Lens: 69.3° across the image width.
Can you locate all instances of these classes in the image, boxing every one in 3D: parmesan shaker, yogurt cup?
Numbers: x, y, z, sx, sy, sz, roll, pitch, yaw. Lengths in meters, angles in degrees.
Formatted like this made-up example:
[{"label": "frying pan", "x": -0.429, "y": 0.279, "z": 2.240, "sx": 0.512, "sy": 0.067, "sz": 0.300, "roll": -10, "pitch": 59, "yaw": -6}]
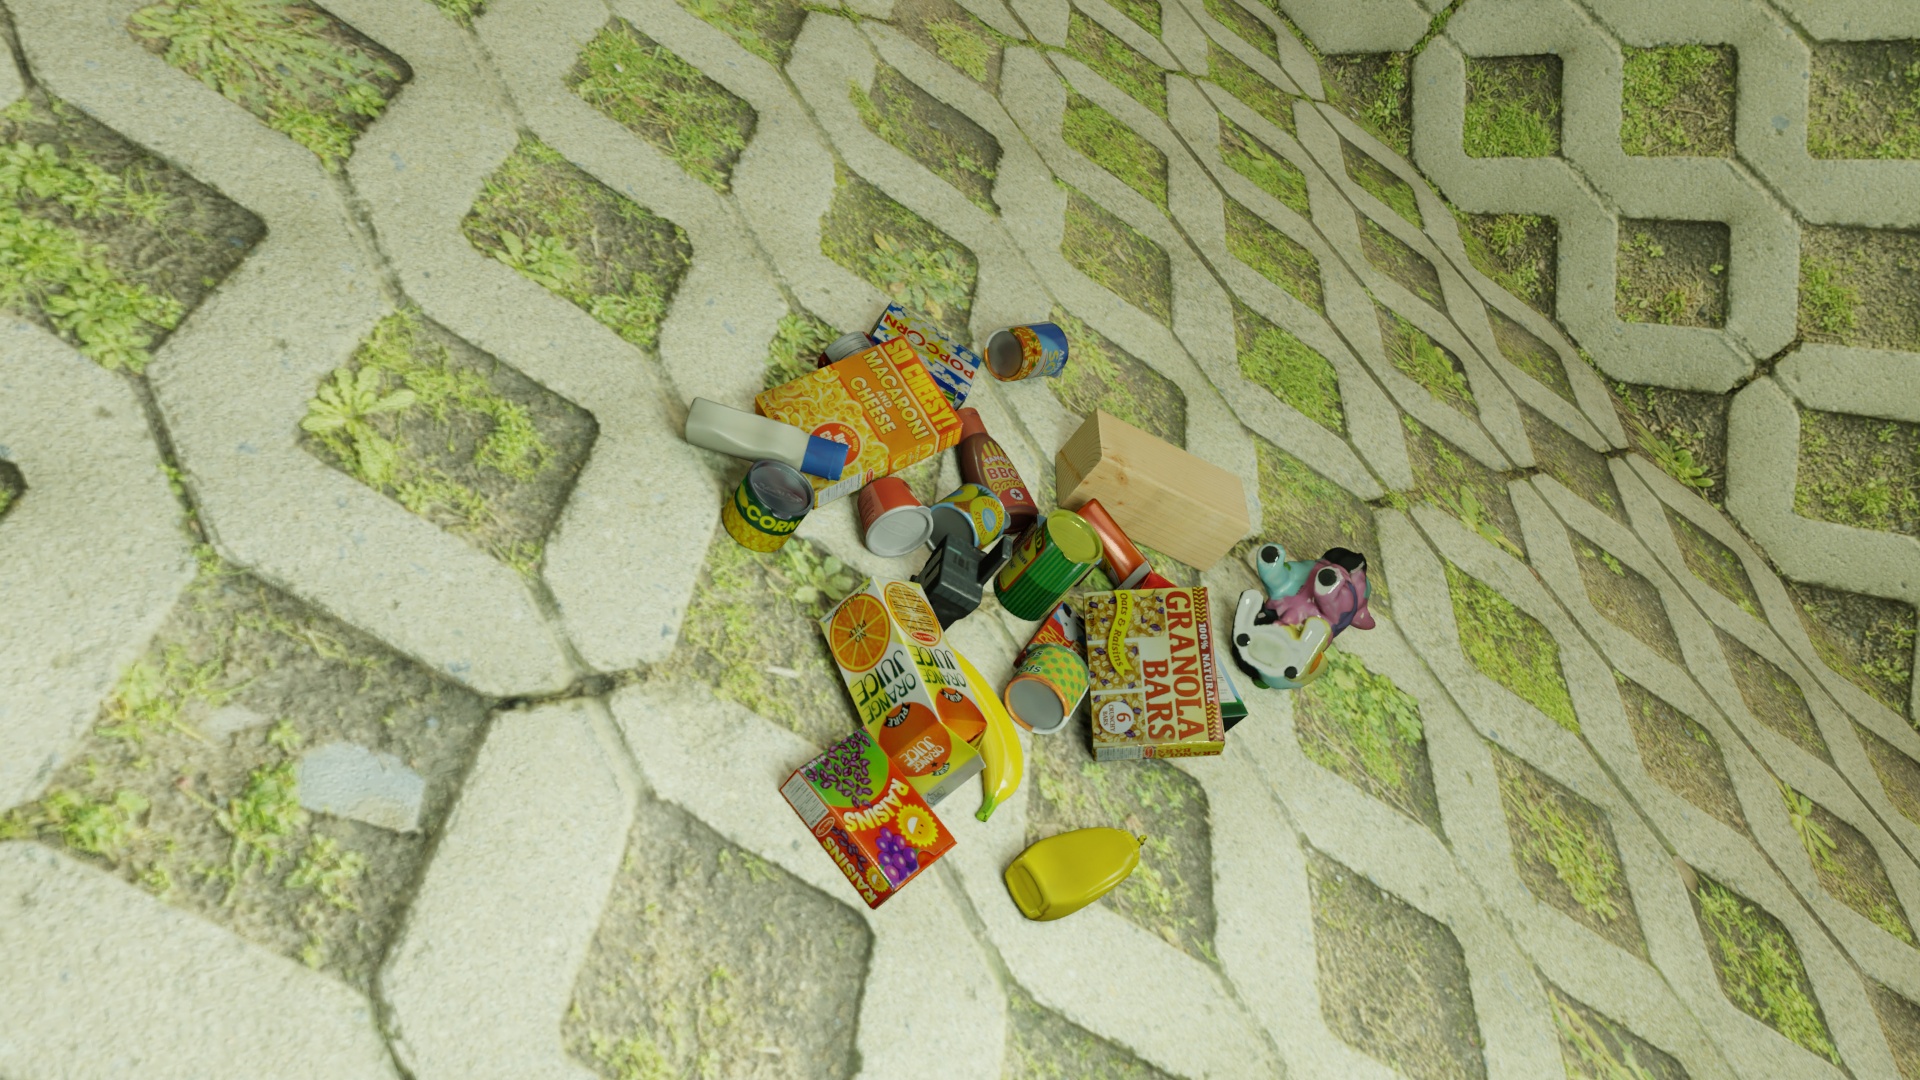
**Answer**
[{"label": "parmesan shaker", "x": 0.086, "y": 0.028, "z": 1.388, "sx": 0.071, "sy": 0.102, "sz": 0.072, "roll": 23, "pitch": 40, "yaw": -21}, {"label": "yogurt cup", "x": -0.067, "y": -0.025, "z": 1.346, "sx": 0.072, "sy": 0.072, "sz": 0.054, "roll": 7, "pitch": 40, "yaw": -35}]

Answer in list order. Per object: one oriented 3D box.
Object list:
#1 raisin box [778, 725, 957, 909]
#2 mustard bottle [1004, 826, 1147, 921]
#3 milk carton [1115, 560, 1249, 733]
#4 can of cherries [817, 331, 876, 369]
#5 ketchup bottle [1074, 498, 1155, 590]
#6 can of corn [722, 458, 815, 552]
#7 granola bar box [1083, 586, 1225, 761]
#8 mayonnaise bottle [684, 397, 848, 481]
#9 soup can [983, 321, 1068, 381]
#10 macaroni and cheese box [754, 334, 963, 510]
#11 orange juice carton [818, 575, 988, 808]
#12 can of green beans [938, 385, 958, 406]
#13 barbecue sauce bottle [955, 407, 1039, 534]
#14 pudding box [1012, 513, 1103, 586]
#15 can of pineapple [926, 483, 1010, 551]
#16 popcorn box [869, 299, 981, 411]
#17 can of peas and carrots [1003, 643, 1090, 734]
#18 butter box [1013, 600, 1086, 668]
[{"label": "raisin box", "x": -0.073, "y": 0.221, "z": 1.116, "sx": 0.123, "sy": 0.040, "sz": 0.086, "roll": 50, "pitch": 38, "yaw": 11}, {"label": "mustard bottle", "x": 0.111, "y": 0.281, "z": 1.202, "sx": 0.161, "sy": 0.048, "sz": 0.065, "roll": -6, "pitch": 57, "yaw": -44}, {"label": "milk carton", "x": 0.210, "y": 0.117, "z": 1.430, "sx": 0.073, "sy": 0.072, "sz": 0.191, "roll": 3, "pitch": 52, "yaw": -39}, {"label": "can of cherries", "x": -0.109, "y": -0.176, "z": 1.461, "sx": 0.072, "sy": 0.071, "sz": 0.058, "roll": -16, "pitch": 63, "yaw": -47}, {"label": "ketchup bottle", "x": 0.175, "y": 0.023, "z": 1.506, "sx": 0.043, "sy": 0.064, "sz": 0.149, "roll": -40, "pitch": 88, "yaw": -11}, {"label": "can of corn", "x": -0.175, "y": -0.029, "z": 1.262, "sx": 0.071, "sy": 0.058, "sz": 0.071, "roll": 23, "pitch": 41, "yaw": -21}, {"label": "granola bar box", "x": 0.185, "y": 0.127, "z": 1.346, "sx": 0.124, "sy": 0.039, "sz": 0.166, "roll": -3, "pitch": 61, "yaw": 3}, {"label": "mayonnaise bottle", "x": -0.179, "y": -0.092, "z": 1.290, "sx": 0.148, "sy": 0.064, "sz": 0.041, "roll": 16, "pitch": 75, "yaw": -6}, {"label": "soup can", "x": 0.080, "y": -0.224, "z": 1.663, "sx": 0.084, "sy": 0.071, "sz": 0.071, "roll": -16, "pitch": 64, "yaw": -47}, {"label": "macaroni and cheese box", "x": -0.100, "y": -0.119, "z": 1.370, "sx": 0.167, "sy": 0.040, "sz": 0.124, "roll": -26, "pitch": 69, "yaw": -19}, {"label": "orange juice carton", "x": -0.042, "y": 0.130, "z": 1.193, "sx": 0.073, "sy": 0.071, "sz": 0.193, "roll": 14, "pitch": 42, "yaw": -53}, {"label": "can of green beans", "x": -0.046, "y": -0.141, "z": 1.474, "sx": 0.058, "sy": 0.071, "sz": 0.071, "roll": 30, "pitch": 39, "yaw": -12}, {"label": "barbecue sauce bottle", "x": 0.029, "y": -0.077, "z": 1.492, "sx": 0.065, "sy": 0.043, "sz": 0.149, "roll": 1, "pitch": 52, "yaw": -38}, {"label": "pudding box", "x": 0.102, "y": 0.011, "z": 1.462, "sx": 0.084, "sy": 0.049, "sz": 0.030, "roll": 23, "pitch": 39, "yaw": -21}, {"label": "can of pineapple", "x": 0.005, "y": -0.017, "z": 1.392, "sx": 0.071, "sy": 0.070, "sz": 0.058, "roll": 46, "pitch": 39, "yaw": 7}, {"label": "popcorn box", "x": -0.044, "y": -0.205, "z": 1.562, "sx": 0.126, "sy": 0.038, "sz": 0.085, "roll": 32, "pitch": 39, "yaw": -10}, {"label": "can of peas and carrots", "x": 0.079, "y": 0.137, "z": 1.304, "sx": 0.071, "sy": 0.070, "sz": 0.059, "roll": 41, "pitch": 38, "yaw": 1}, {"label": "butter box", "x": 0.097, "y": 0.106, "z": 1.383, "sx": 0.053, "sy": 0.024, "sz": 0.104, "roll": 42, "pitch": 38, "yaw": 1}]
